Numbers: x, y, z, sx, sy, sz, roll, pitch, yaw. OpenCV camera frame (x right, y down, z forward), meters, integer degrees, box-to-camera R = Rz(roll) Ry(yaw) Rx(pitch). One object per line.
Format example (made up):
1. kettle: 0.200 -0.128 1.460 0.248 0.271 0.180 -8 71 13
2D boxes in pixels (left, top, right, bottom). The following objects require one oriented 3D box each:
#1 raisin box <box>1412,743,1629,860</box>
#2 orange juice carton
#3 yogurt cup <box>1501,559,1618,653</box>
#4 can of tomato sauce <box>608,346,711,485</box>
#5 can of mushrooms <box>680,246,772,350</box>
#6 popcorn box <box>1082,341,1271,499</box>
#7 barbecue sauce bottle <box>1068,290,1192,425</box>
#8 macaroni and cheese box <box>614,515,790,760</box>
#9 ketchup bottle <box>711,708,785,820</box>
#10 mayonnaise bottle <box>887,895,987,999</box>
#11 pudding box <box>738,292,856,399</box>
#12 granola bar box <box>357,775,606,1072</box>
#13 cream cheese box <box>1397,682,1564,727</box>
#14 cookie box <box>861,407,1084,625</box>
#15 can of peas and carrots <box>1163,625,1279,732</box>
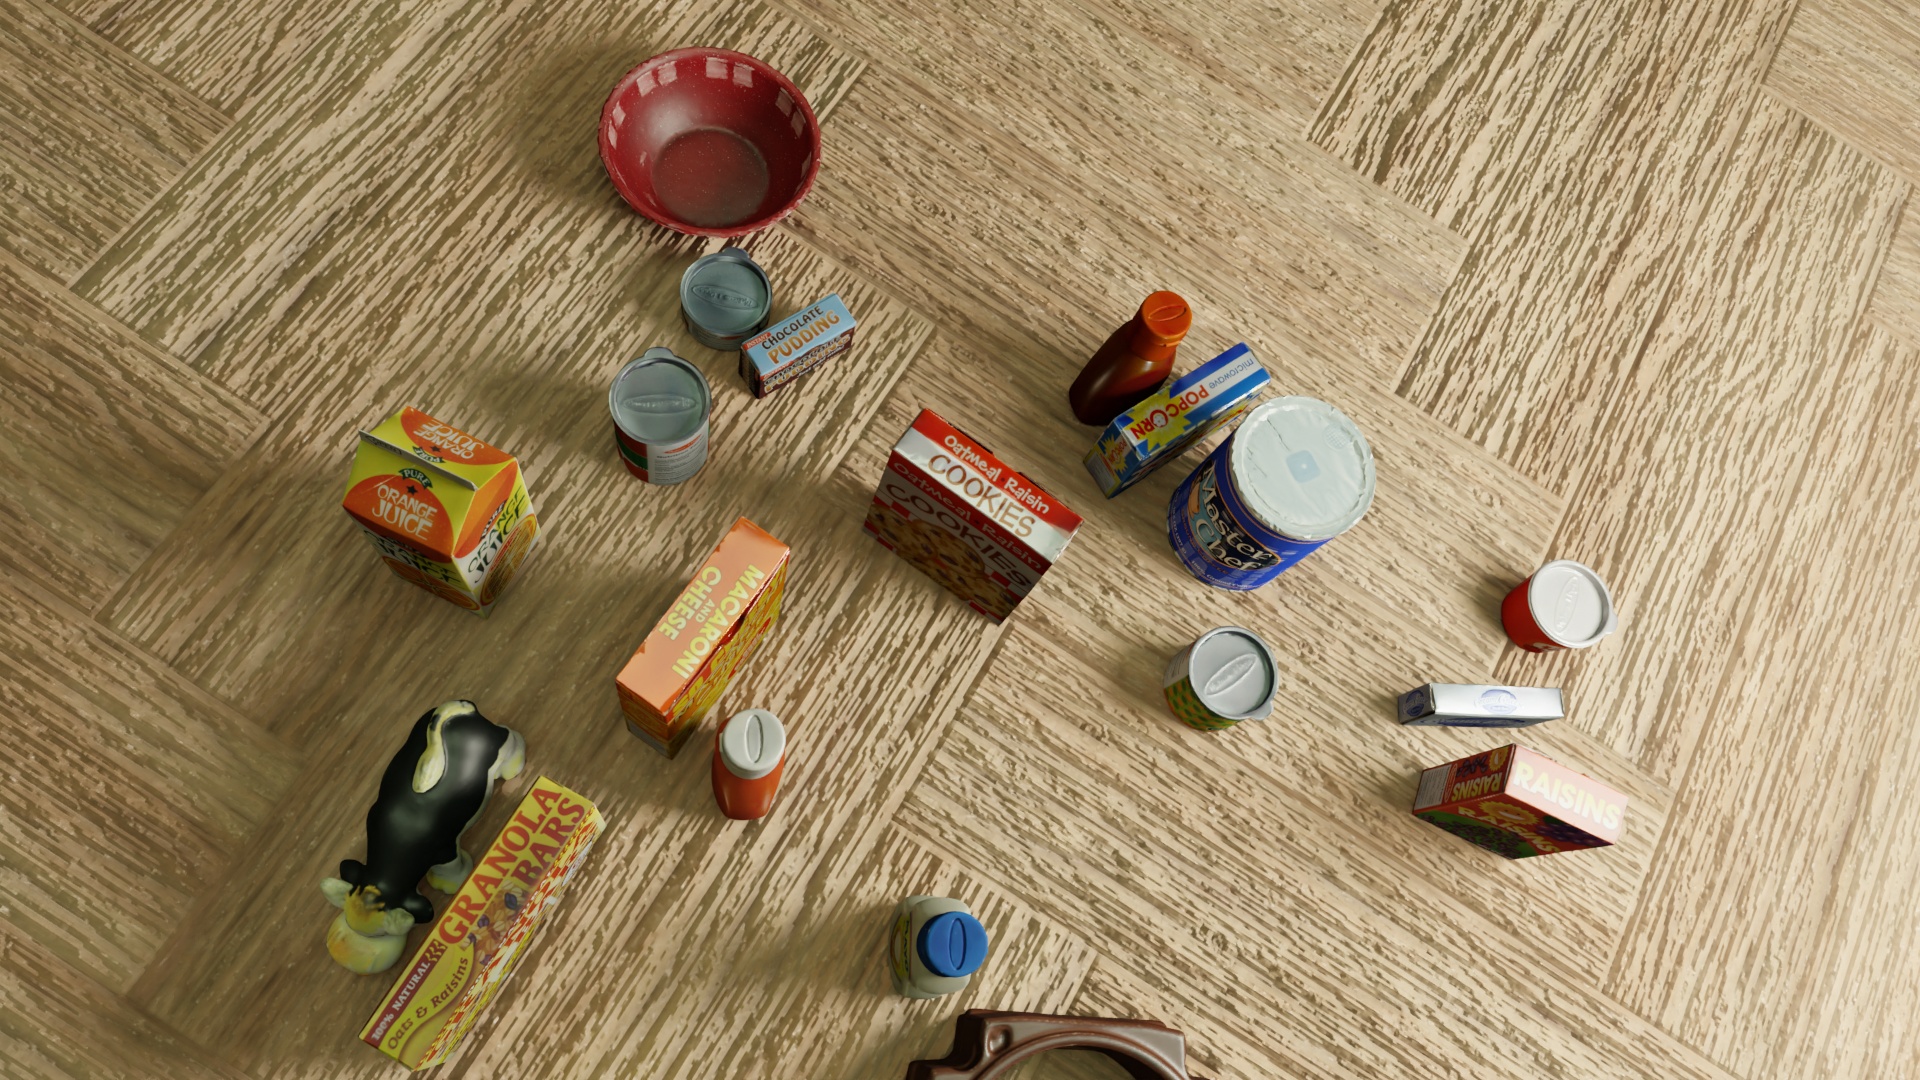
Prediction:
1. raisin box: 0.384 0.182 0.961 0.086 0.123 0.040 25 70 -2
2. orange juice carton: -0.317 -0.019 0.854 0.072 0.192 0.073 27 70 -2
3. yogurt cup: 0.448 0.053 1.052 0.072 0.053 0.072 3 72 -10
4. can of tomato sauce: -0.206 -0.083 0.954 0.071 0.083 0.071 3 72 -10
5. can of mushrooms: -0.171 -0.177 1.018 0.071 0.033 0.071 3 72 -10
6. popcorn box: 0.159 -0.088 1.025 0.127 0.085 0.038 -32 81 -18
7. barbecue sauce bottle: 0.126 -0.130 0.999 0.065 0.148 0.044 -16 76 -15
8. macaroni and cheese box: -0.160 0.066 0.871 0.040 0.166 0.124 34 70 1
9. ketchup bottle: -0.132 0.135 0.863 0.043 0.148 0.065 -1 73 -11
10. mayonnaise bottle: -0.015 0.248 0.850 0.041 0.147 0.065 4 72 -10
11. pudding box: -0.119 -0.141 1.008 0.084 0.049 0.030 -32 81 -18
12. granola bar box: -0.276 0.224 0.820 0.039 0.123 0.166 32 70 0
13. cream cheese box: 0.380 0.122 1.017 0.104 0.053 0.024 3 72 -10
14. cookie box: 0.003 -0.012 0.927 0.123 0.167 0.040 35 70 1
15. can of peas and carrots: 0.185 0.101 0.983 0.071 0.058 0.071 3 72 -10
